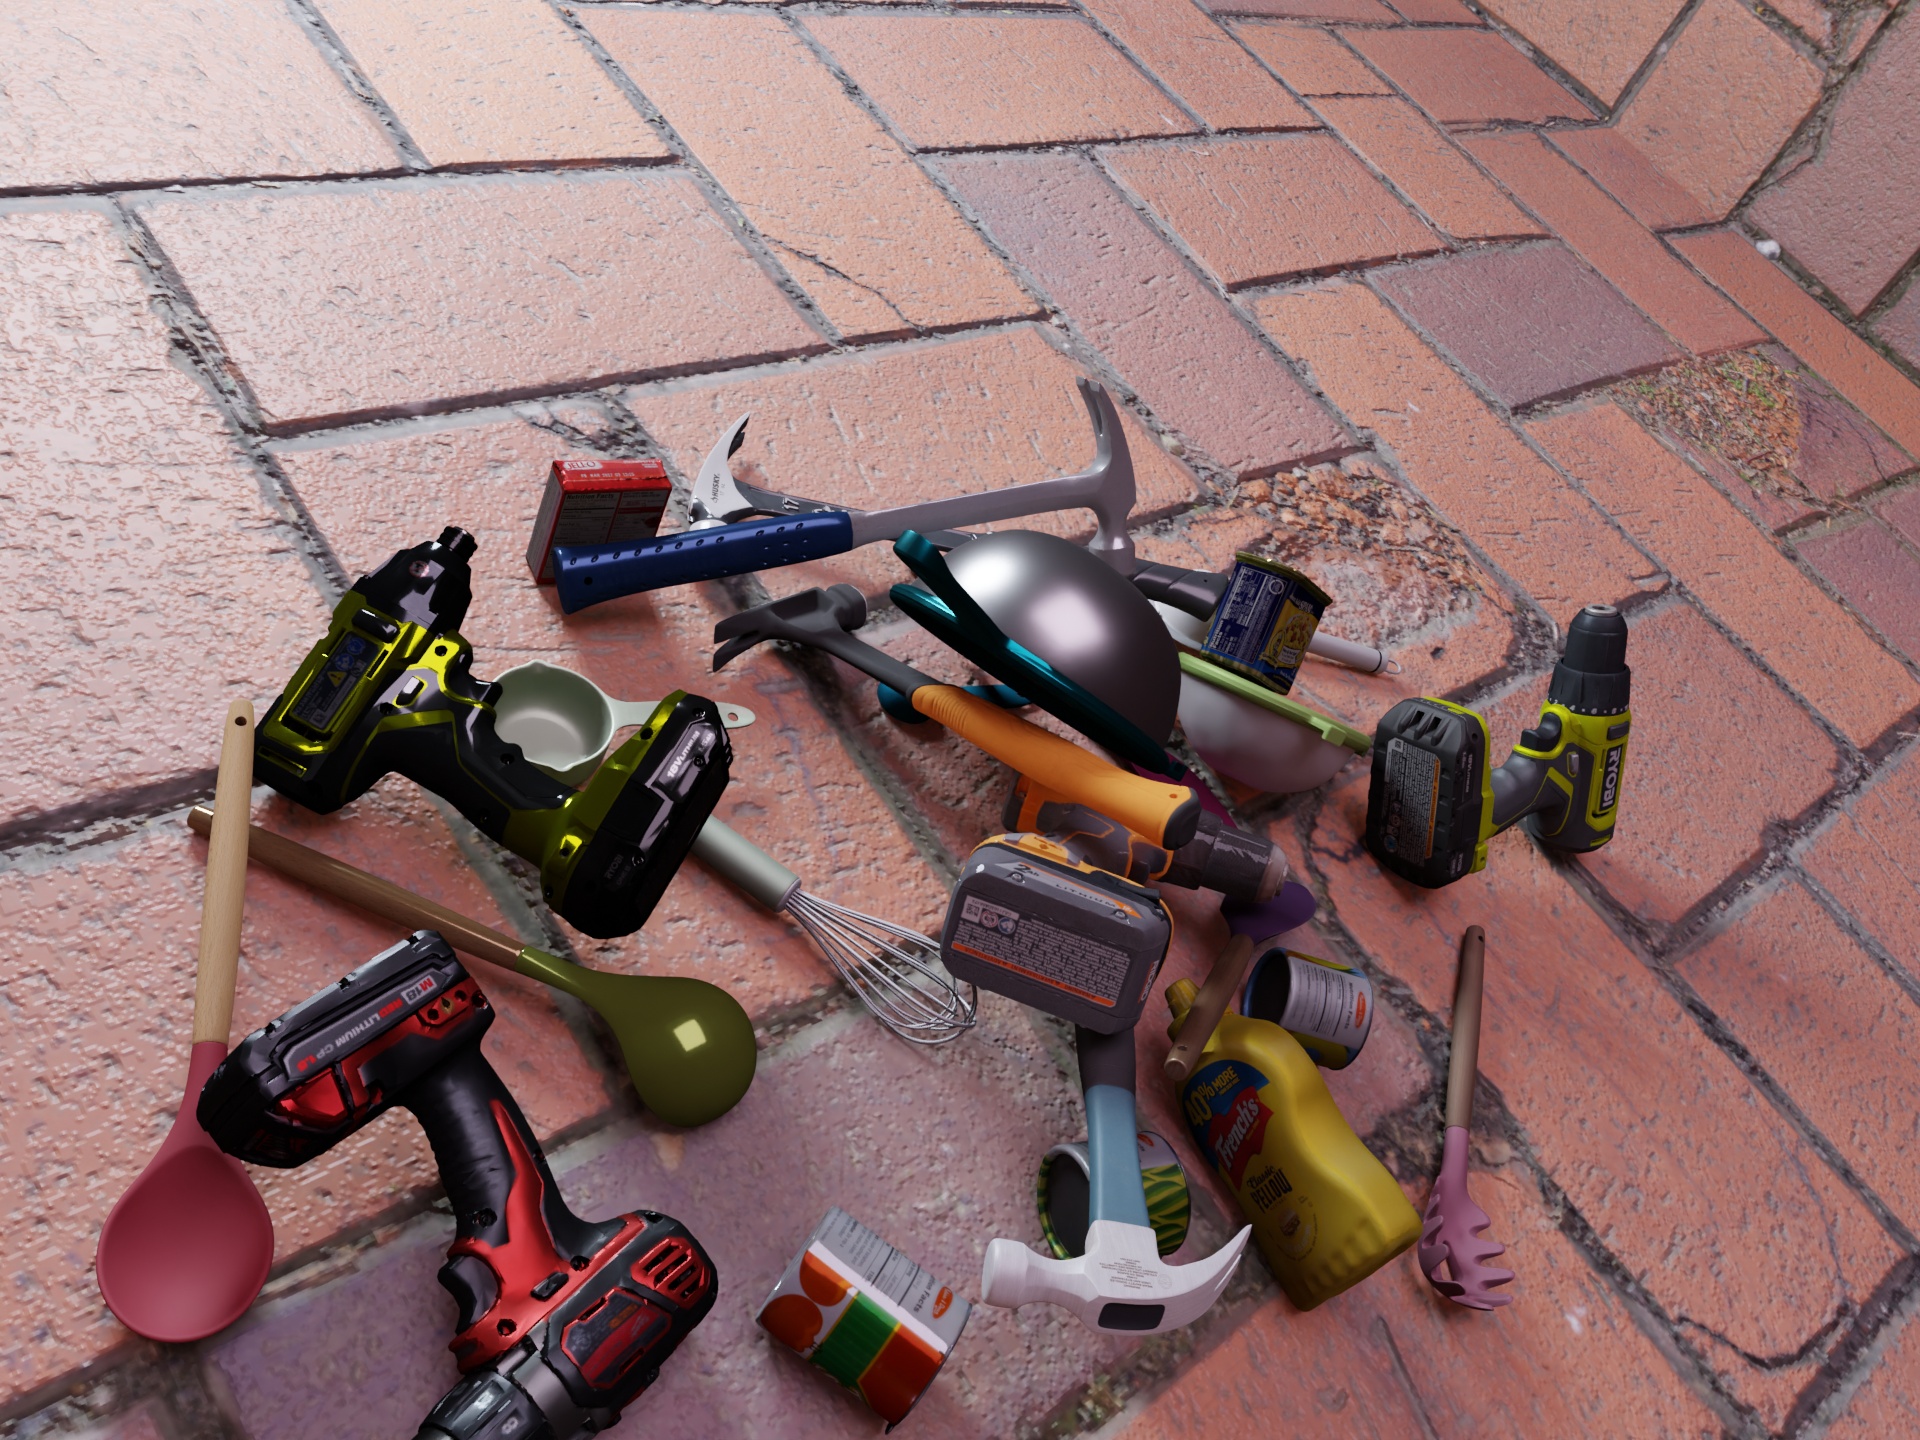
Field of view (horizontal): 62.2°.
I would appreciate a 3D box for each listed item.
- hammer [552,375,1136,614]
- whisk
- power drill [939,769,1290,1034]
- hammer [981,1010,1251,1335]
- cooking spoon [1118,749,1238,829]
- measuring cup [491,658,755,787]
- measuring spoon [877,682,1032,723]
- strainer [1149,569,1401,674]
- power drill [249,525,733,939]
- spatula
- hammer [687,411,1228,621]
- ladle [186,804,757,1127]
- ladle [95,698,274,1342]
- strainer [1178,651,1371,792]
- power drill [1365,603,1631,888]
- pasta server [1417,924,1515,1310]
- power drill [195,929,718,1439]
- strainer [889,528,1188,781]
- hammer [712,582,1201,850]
[{"bbox_3d":[-0.065,-0.134,1.058,0.405,0.144,0.035,-13,23,-20],"label":"hammer"},{"bbox_3d":[-0.093,0.106,0.923,0.246,0.058,0.059,34,9,8],"label":"whisk"},{"bbox_3d":[0.098,0.097,0.950,0.185,0.084,0.226,19,23,10],"label":"power drill"},{"bbox_3d":[0.079,0.196,0.865,0.128,0.033,0.331,12,27,-4],"label":"hammer"},{"bbox_3d":[0.077,-0.017,1.141,0.319,0.017,0.069,43,30,12],"label":"cooking spoon"},{"bbox_3d":[-0.205,0.007,0.952,0.167,0.038,0.083,0,52,-31],"label":"measuring cup"},{"bbox_3d":[0.003,-0.021,1.102,0.128,0.021,0.042,-2,52,-31],"label":"measuring spoon"},{"bbox_3d":[0.251,-0.076,1.278,0.258,0.050,0.087,15,47,-21],"label":"strainer"},{"bbox_3d":[-0.243,0.004,0.855,0.223,0.080,0.171,27,72,4],"label":"power drill"},{"bbox_3d":[0.167,0.145,0.959,0.060,0.018,0.316,10,16,19],"label":"spatula"},{"bbox_3d":[0.006,-0.131,1.166,0.408,0.036,0.149,10,48,-14],"label":"hammer"},{"bbox_3d":[-0.254,0.121,0.827,0.320,0.062,0.078,23,41,1],"label":"ladle"},{"bbox_3d":[-0.348,0.127,0.741,0.069,0.031,0.316,9,56,-29],"label":"ladle"},{"bbox_3d":[0.165,-0.010,1.152,0.256,0.069,0.151,25,5,20],"label":"strainer"},{"bbox_3d":[0.413,0.021,1.180,0.228,0.190,0.080,-14,24,-31],"label":"power drill"},{"bbox_3d":[0.330,0.244,1.031,0.060,0.040,0.316,38,41,-10],"label":"pasta server"},{"bbox_3d":[-0.232,0.227,0.687,0.227,0.080,0.188,52,43,2],"label":"power drill"},{"bbox_3d":[0.046,-0.075,0.958,0.211,0.095,0.340,33,-3,23],"label":"strainer"},{"bbox_3d":[-0.002,-0.003,0.979,0.337,0.034,0.127,28,34,32],"label":"hammer"}]
